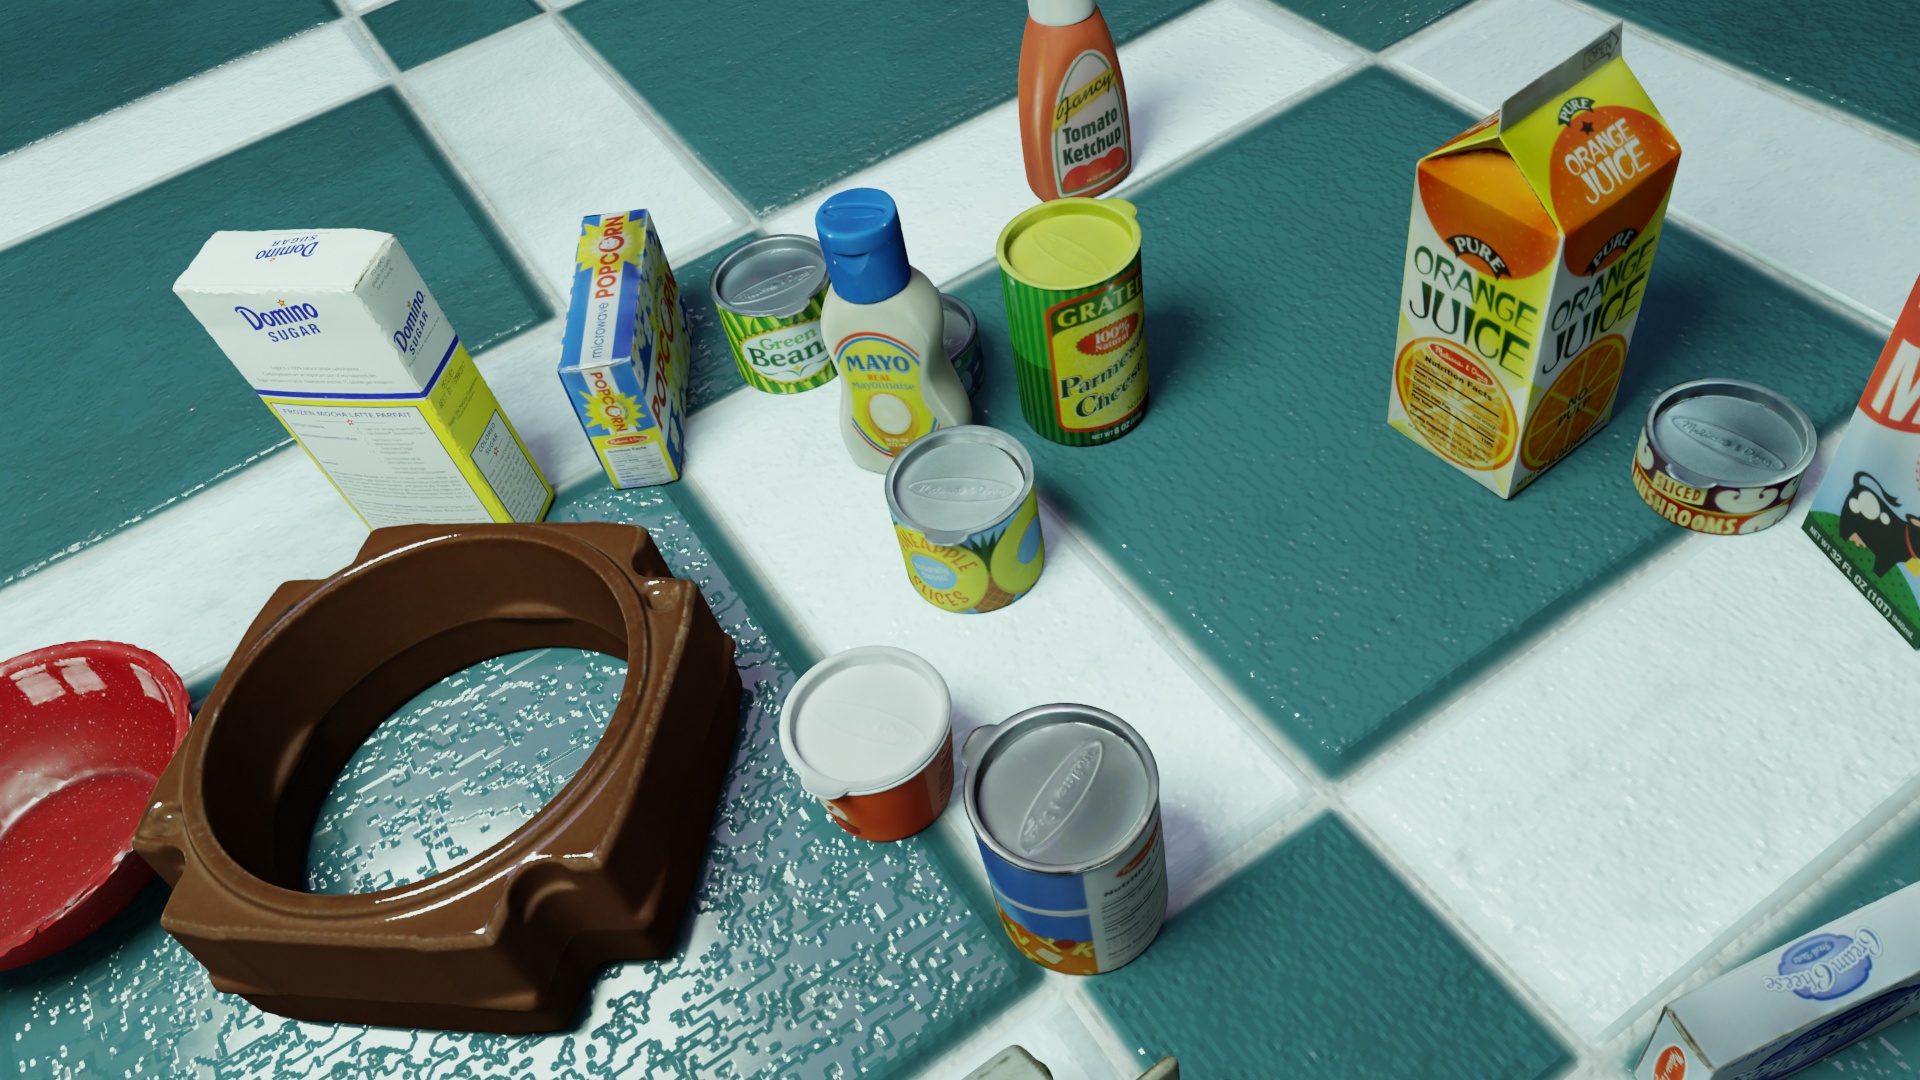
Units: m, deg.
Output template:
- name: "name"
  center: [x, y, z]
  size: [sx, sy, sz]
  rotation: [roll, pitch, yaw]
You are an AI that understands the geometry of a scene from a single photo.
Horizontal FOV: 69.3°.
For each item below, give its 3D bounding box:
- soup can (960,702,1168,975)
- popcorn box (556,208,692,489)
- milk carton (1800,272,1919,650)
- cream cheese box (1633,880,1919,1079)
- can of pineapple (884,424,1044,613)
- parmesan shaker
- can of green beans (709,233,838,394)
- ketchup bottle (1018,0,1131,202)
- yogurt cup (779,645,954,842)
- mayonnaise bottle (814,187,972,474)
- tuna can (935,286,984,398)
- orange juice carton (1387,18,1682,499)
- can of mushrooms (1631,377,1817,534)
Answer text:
- name: "soup can"
  center: [0.038, 0.107, 0.500]
  size: [0.071, 0.083, 0.072]
  rotation: [-6, 49, 7]
- name: "popcorn box"
  center: [-0.172, -0.101, 0.722]
  size: [0.038, 0.084, 0.127]
  rotation: [-9, 48, 3]
- name: "milk carton"
  center: [0.384, -0.051, 0.498]
  size: [0.073, 0.189, 0.072]
  rotation: [-17, 48, -4]
- name: "cream cheese box"
  center: [0.267, 0.147, 0.440]
  size: [0.104, 0.053, 0.024]
  rotation: [-22, 49, -8]
- name: "can of pineapple"
  center: [0.002, -0.008, 0.625]
  size: [0.071, 0.057, 0.071]
  rotation: [-6, 49, 6]
- name: "parmesan shaker"
  center: [0.059, -0.104, 0.668]
  size: [0.071, 0.102, 0.072]
  rotation: [-6, 49, 7]
- name: "can of green beans"
  center: [-0.094, -0.121, 0.743]
  size: [0.071, 0.057, 0.071]
  rotation: [-6, 49, 6]
- name: "ketchup bottle"
  center: [0.060, -0.263, 0.776]
  size: [0.065, 0.148, 0.044]
  rotation: [-28, 50, -13]
- name: "yogurt cup"
  center: [-0.033, 0.084, 0.554]
  size: [0.072, 0.053, 0.073]
  rotation: [-6, 49, 6]
- name: "mayonnaise bottle"
  center: [-0.035, -0.093, 0.646]
  size: [0.065, 0.147, 0.041]
  rotation: [3, 50, 14]
- name: "tuna can"
  center: [-0.021, -0.099, 0.726]
  size: [0.071, 0.032, 0.071]
  rotation: [-6, 49, 6]
- name: "orange juice carton"
  center: [0.237, -0.116, 0.583]
  size: [0.072, 0.191, 0.073]
  rotation: [-34, 51, -17]
- name: "can of mushrooms"
  center: [0.327, -0.035, 0.601]
  size: [0.071, 0.033, 0.071]
  rotation: [-6, 49, 6]
